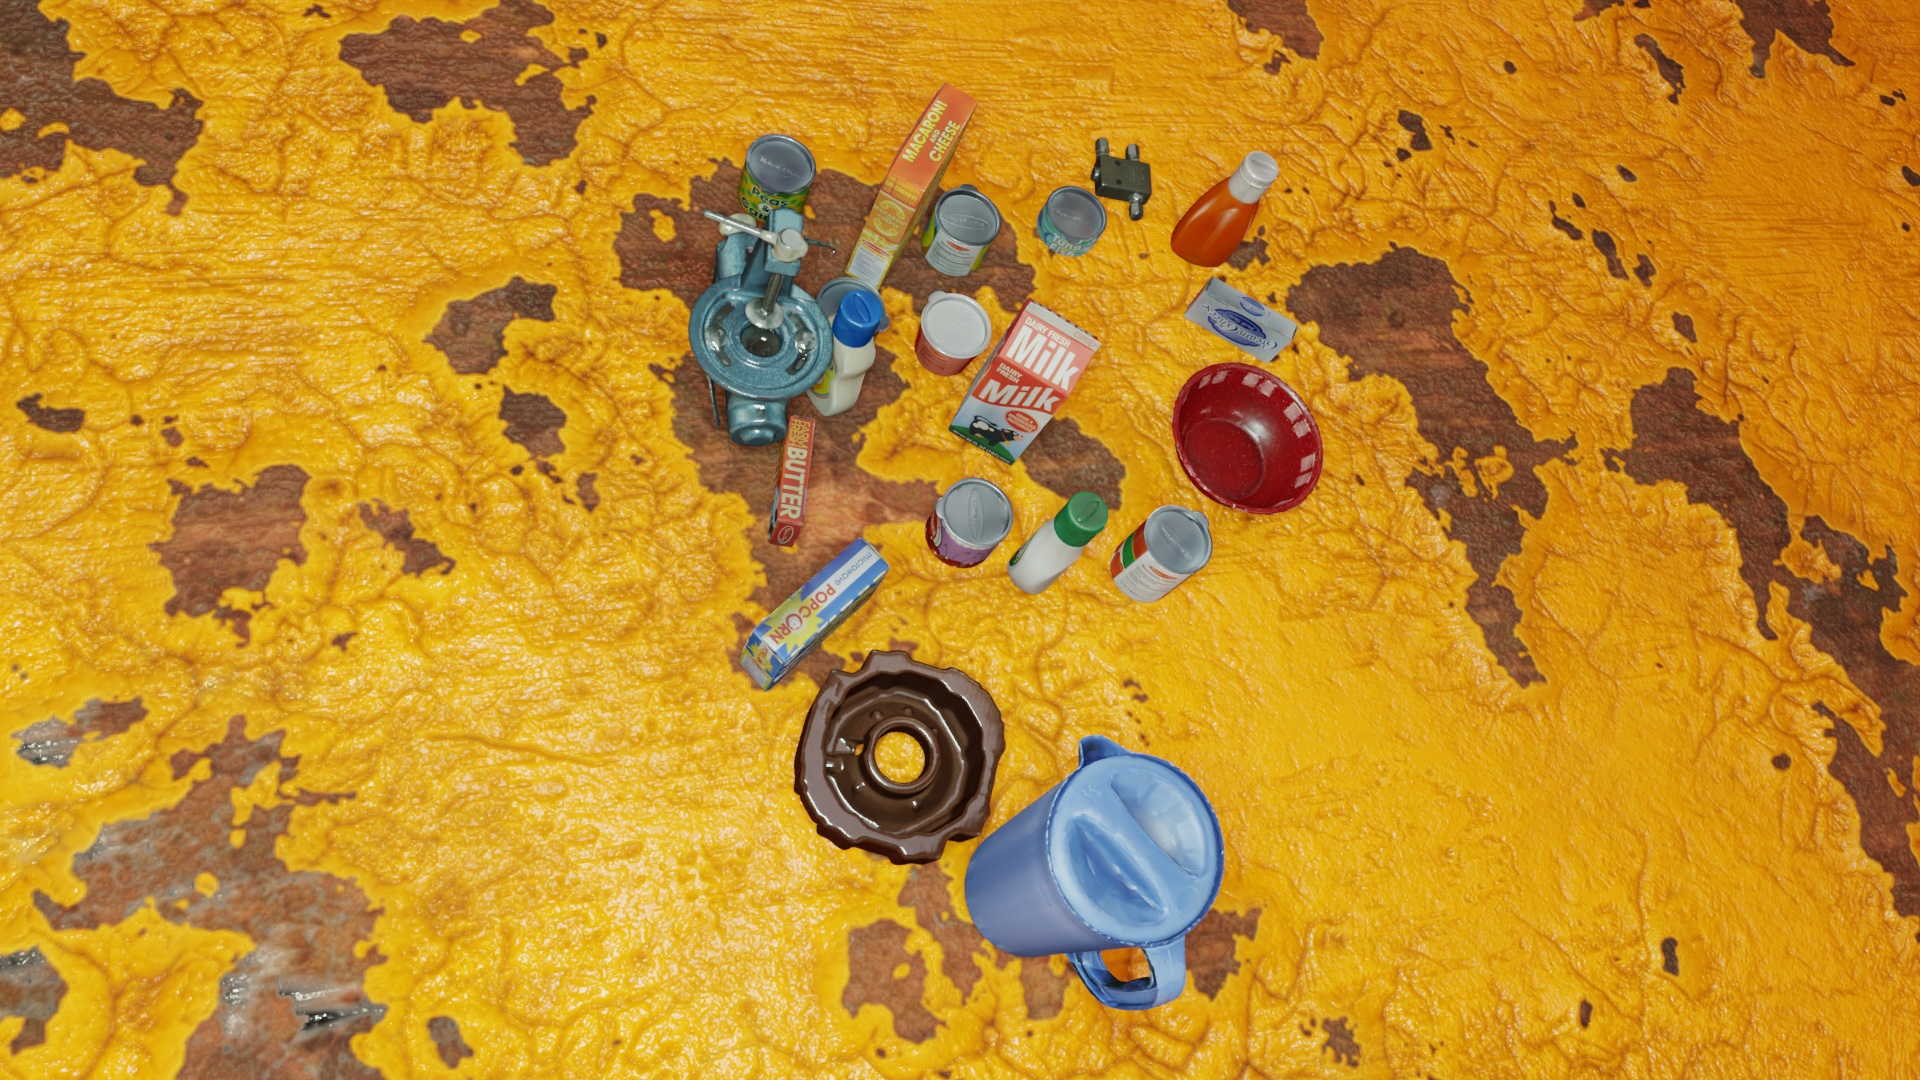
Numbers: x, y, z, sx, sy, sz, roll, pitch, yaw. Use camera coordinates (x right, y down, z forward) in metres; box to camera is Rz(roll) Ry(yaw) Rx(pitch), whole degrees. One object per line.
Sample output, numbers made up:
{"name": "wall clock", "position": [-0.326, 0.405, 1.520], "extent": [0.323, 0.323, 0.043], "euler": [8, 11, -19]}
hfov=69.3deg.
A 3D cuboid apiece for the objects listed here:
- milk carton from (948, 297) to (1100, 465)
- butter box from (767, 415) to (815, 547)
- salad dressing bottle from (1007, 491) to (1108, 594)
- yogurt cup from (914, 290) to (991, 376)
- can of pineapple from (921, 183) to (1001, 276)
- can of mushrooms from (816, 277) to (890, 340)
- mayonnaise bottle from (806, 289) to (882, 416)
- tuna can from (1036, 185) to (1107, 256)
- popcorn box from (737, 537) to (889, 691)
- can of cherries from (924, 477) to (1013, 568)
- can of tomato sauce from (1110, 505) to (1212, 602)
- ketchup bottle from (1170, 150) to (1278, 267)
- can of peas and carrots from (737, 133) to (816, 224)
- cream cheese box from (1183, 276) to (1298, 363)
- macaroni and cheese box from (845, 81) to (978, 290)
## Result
{"name": "milk carton", "position": [0.060, -0.147, 1.236], "extent": [0.072, 0.189, 0.074], "euler": [29, 63, -5]}
{"name": "butter box", "position": [-0.147, -0.052, 1.205], "extent": [0.024, 0.053, 0.104], "euler": [10, 66, -14]}
{"name": "salad dressing bottle", "position": [0.085, 0.002, 1.206], "extent": [0.044, 0.147, 0.064], "euler": [46, 63, 4]}
{"name": "yogurt cup", "position": [-0.010, -0.190, 1.308], "extent": [0.072, 0.053, 0.072], "euler": [7, 67, -16]}
{"name": "can of pineapple", "position": [0.000, -0.302, 1.355], "extent": [0.071, 0.057, 0.071], "euler": [7, 67, -16]}
{"name": "can of mushrooms", "position": [-0.103, -0.208, 1.296], "extent": [0.071, 0.033, 0.071], "euler": [7, 67, -16]}
{"name": "mayonnaise bottle", "position": [-0.103, -0.166, 1.214], "extent": [0.041, 0.147, 0.065], "euler": [-21, 77, -24]}
{"name": "tuna can", "position": [0.113, -0.323, 1.415], "extent": [0.071, 0.032, 0.071], "euler": [7, 66, -16]}
{"name": "popcorn box", "position": [-0.121, 0.061, 1.148], "extent": [0.038, 0.085, 0.127], "euler": [46, 62, 4]}
{"name": "can of cherries", "position": [0.004, -0.016, 1.237], "extent": [0.071, 0.058, 0.072], "euler": [7, 67, -16]}
{"name": "can of tomato sauce", "position": [0.183, 0.012, 1.270], "extent": [0.071, 0.082, 0.071], "euler": [7, 67, -16]}
{"name": "ketchup bottle", "position": [0.271, -0.335, 1.407], "extent": [0.065, 0.148, 0.044], "euler": [16, 65, -11]}
{"name": "can of peas and carrots", "position": [-0.175, -0.338, 1.312], "extent": [0.071, 0.058, 0.071], "euler": [7, 67, -16]}
{"name": "cream cheese box", "position": [0.286, -0.225, 1.420], "extent": [0.104, 0.053, 0.024], "euler": [28, 63, -5]}
{"name": "macaroni and cheese box", "position": [-0.048, -0.326, 1.288], "extent": [0.040, 0.165, 0.124], "euler": [29, 63, -5]}
